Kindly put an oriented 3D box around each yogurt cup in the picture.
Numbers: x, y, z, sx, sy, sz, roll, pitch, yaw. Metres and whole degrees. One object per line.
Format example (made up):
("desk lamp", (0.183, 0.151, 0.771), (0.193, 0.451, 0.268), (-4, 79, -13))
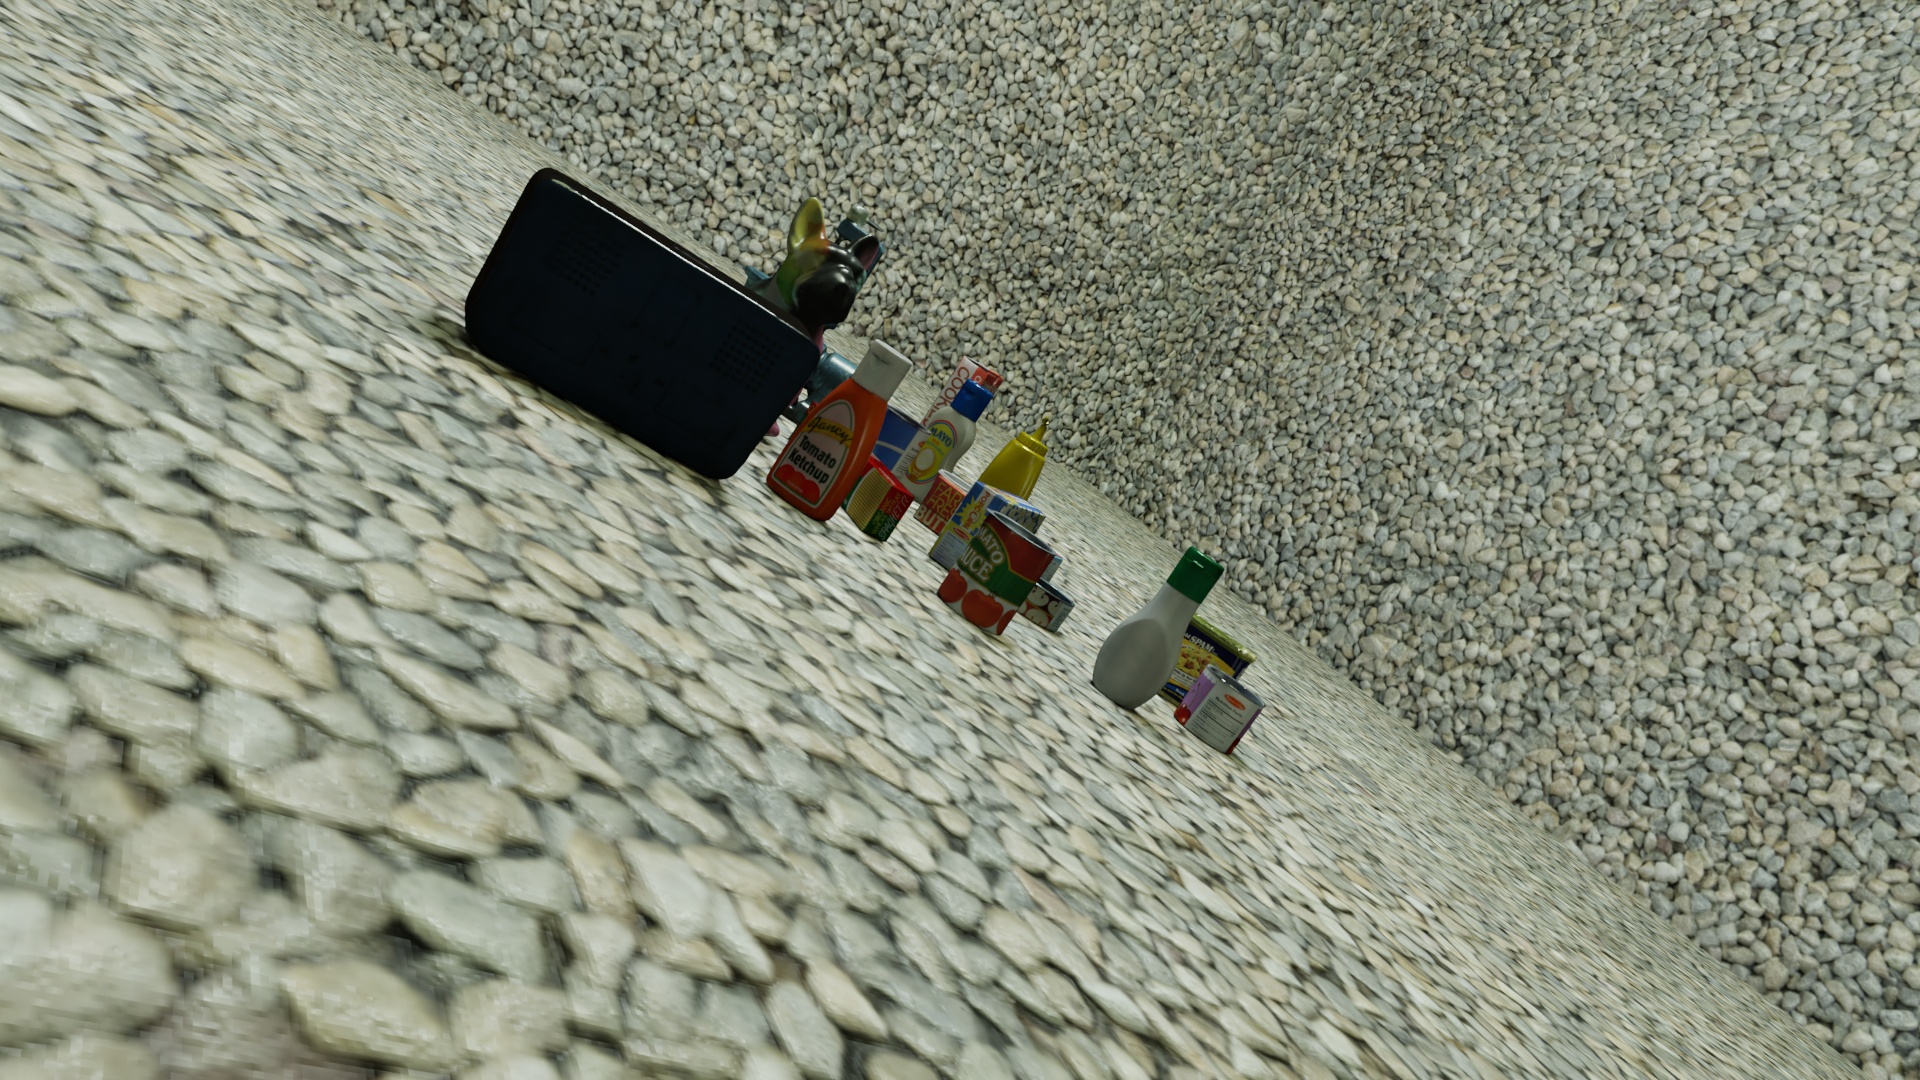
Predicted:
("yogurt cup", (-0.008, -0.037, 1.499), (0.072, 0.054, 0.072), (33, 7, -5))

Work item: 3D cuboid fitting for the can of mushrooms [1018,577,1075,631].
("can of mushrooms", (0.072, 0.055, 1.336), (0.071, 0.033, 0.071), (33, 8, -5))

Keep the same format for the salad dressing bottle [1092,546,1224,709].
("salad dressing bottle", (0.172, 0.075, 1.200), (0.064, 0.147, 0.044), (36, 7, 19))

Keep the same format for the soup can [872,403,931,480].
("soup can", (-0.082, -0.097, 1.452), (0.071, 0.083, 0.071), (33, 7, -5))

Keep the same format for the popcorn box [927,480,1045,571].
("popcorn box", (0.028, -0.006, 1.334), (0.038, 0.085, 0.127), (37, 8, 21))

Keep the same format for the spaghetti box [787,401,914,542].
("spaghetti box", (-0.107, -0.070, 1.304), (0.028, 0.050, 0.251), (30, 9, -31))

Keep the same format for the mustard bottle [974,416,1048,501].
("mustard bottle", (0.062, -0.076, 1.634), (0.065, 0.160, 0.049), (35, 7, 7))

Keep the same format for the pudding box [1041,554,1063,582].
("pudding box", (0.071, 0.026, 1.452), (0.030, 0.049, 0.083), (37, 8, 25))

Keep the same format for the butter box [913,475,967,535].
("butter box", (0.005, -0.018, 1.439), (0.103, 0.053, 0.024), (36, 8, 20))

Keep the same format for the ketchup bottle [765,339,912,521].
("ketchup bottle", (-0.094, -0.092, 1.126), (0.065, 0.148, 0.043), (36, 7, 17))

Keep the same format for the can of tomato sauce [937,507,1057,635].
("can of tomato sauce", (0.028, 0.026, 1.149), (0.071, 0.083, 0.071), (33, 7, -5))

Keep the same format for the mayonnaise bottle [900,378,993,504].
("mayonnaise bottle", (-0.018, -0.114, 1.577), (0.065, 0.148, 0.041), (36, 7, 19))

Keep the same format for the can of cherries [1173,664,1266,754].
("can of cherries", (0.244, 0.159, 1.309), (0.071, 0.058, 0.071), (33, 7, -5))

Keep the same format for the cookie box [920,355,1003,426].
("cookie box", (-0.015, -0.142, 1.697), (0.040, 0.167, 0.123), (35, 7, 6))

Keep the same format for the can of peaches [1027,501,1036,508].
("can of peaches", (0.049, -0.035, 1.710), (0.071, 0.058, 0.071), (33, 7, -5))
